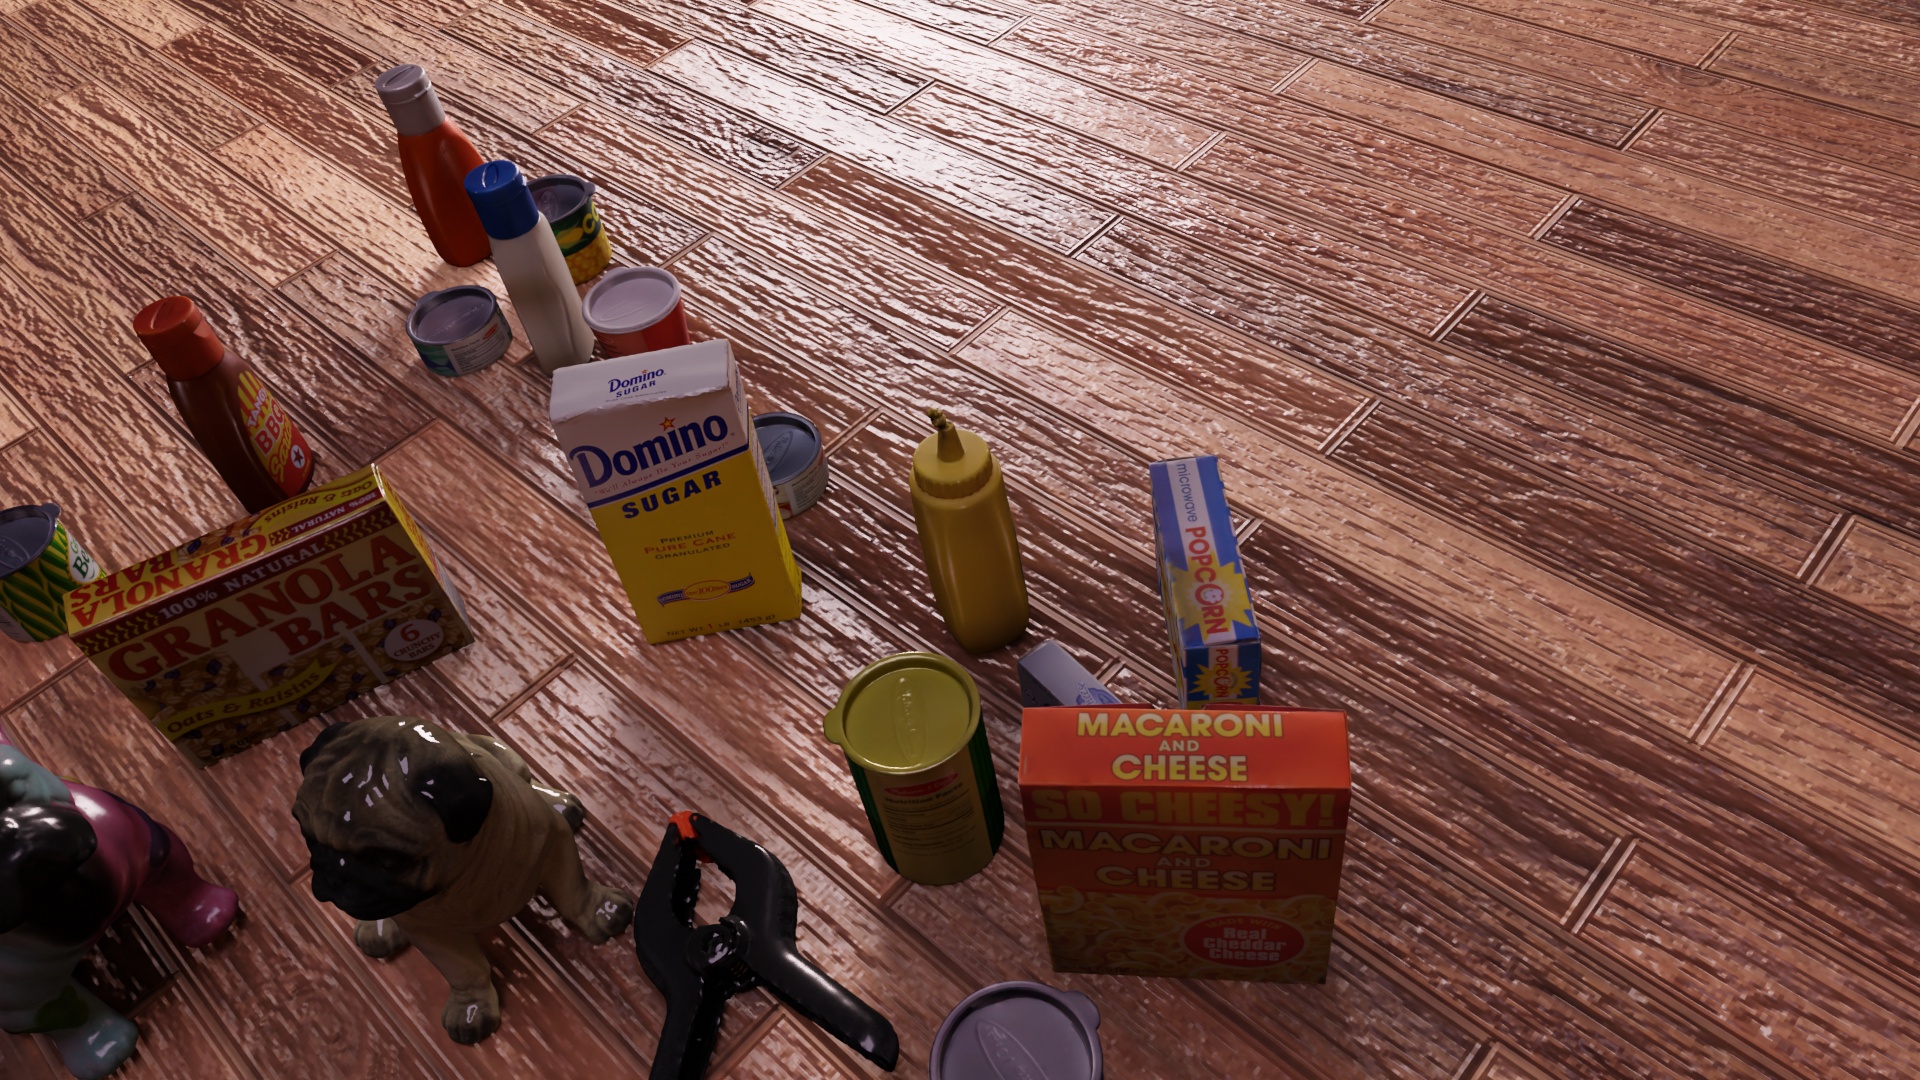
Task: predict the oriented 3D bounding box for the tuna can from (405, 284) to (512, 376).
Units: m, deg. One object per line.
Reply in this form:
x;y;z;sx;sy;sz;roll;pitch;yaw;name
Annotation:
-0.360;-0.151;0.996;0.071;0.032;0.071;-5;48;6;tuna can

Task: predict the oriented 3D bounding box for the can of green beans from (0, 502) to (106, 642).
-0.579;0.021;0.863;0.071;0.057;0.071;-5;48;6;can of green beans

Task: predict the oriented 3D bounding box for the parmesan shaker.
-0.020;0.110;0.656;0.071;0.102;0.072;-5;48;6;parmesan shaker

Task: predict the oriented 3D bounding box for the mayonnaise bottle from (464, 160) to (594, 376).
-0.289;-0.184;0.936;0.041;0.147;0.065;-12;48;0;mayonnaise bottle

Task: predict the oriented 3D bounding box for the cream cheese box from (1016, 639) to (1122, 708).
0.070;0.099;0.683;0.024;0.053;0.104;-33;51;-19;cream cheese box

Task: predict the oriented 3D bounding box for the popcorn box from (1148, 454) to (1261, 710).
0.125;0.029;0.715;0.038;0.084;0.127;-7;48;4;popcorn box

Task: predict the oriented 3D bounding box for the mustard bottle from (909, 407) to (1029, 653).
0.003;-0.009;0.720;0.049;0.159;0.065;-20;48;-8;mustard bottle

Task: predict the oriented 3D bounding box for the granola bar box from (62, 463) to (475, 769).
-0.371;0.044;0.762;0.166;0.123;0.039;-26;49;-13;granola bar box

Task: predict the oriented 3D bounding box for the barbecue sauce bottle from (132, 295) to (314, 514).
-0.464;-0.086;0.878;0.044;0.147;0.065;-8;48;3;barbecue sauce bottle

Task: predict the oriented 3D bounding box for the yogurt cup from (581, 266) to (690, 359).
-0.219;-0.146;0.953;0.072;0.053;0.073;-5;48;6;yogurt cup

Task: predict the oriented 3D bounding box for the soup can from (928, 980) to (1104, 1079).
0.028;0.224;0.558;0.071;0.083;0.072;-5;48;6;soup can

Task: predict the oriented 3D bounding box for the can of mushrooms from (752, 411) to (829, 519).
-0.118;-0.046;0.860;0.071;0.033;0.071;-5;48;6;can of mushrooms

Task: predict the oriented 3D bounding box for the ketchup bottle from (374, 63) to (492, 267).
-0.388;-0.280;1.039;0.043;0.148;0.065;22;56;26;ketchup bottle

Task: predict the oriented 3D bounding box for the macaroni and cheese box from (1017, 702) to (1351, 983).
0.093;0.129;0.576;0.124;0.165;0.040;-1;49;9;macaroni and cheese box

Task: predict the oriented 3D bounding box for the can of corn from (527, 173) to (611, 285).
-0.299;-0.232;1.041;0.071;0.058;0.071;-5;48;6;can of corn
